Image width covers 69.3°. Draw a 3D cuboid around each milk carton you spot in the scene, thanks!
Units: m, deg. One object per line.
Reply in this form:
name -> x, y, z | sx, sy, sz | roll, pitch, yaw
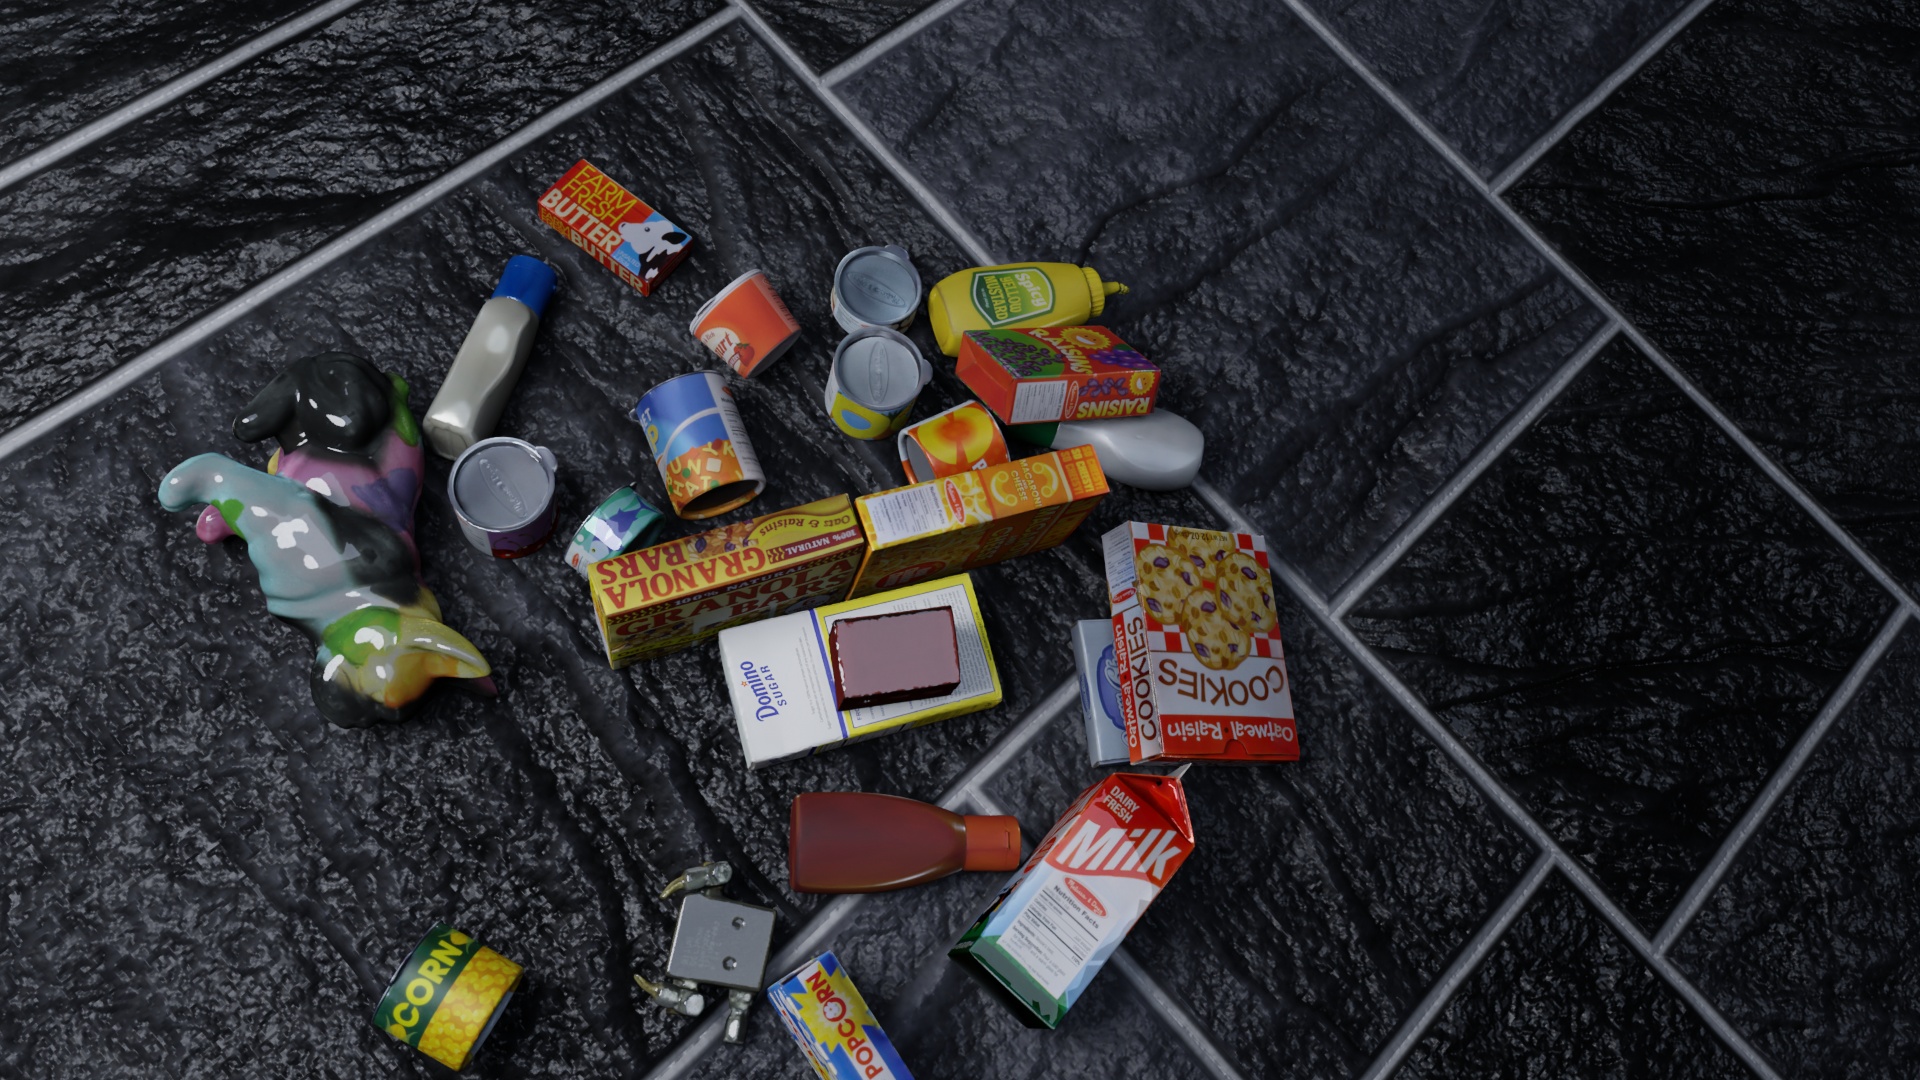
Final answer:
milk carton -> 0.085, 0.221, 0.911 | 0.073, 0.072, 0.191 | 42, 68, 4

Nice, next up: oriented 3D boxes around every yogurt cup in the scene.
yogurt cup -> -0.152, -0.153, 0.998 | 0.072, 0.072, 0.054 | -43, 92, -22

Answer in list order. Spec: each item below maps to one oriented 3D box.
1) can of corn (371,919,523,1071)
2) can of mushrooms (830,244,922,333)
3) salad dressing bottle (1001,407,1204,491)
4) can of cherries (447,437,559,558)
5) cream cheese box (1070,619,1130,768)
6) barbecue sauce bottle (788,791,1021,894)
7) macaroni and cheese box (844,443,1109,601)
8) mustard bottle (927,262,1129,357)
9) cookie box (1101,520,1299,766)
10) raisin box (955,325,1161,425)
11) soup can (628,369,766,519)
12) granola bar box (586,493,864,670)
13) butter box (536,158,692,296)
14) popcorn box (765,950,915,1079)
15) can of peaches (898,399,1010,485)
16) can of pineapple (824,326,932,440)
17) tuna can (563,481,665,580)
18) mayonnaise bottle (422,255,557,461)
can of corn -> -0.298, 0.265, 0.809 | 0.058, 0.071, 0.071 | 30, 67, -2
can of mushrooms -> -0.063, -0.186, 1.045 | 0.071, 0.033, 0.071 | 4, 70, -11
salad dressing bottle -> 0.106, -0.078, 1.039 | 0.148, 0.043, 0.064 | 14, 62, -6
can of cherries -> -0.299, -0.028, 0.922 | 0.071, 0.058, 0.072 | 4, 69, -11
cream cheese box -> 0.113, 0.107, 0.983 | 0.053, 0.024, 0.104 | -3, 71, -13
barbecue sauce bottle -> -0.036, 0.198, 0.907 | 0.149, 0.043, 0.065 | 3, 70, -12
macaroni and cheese box -> 0.003, -0.012, 0.948 | 0.167, 0.123, 0.040 | -15, 76, -17
mustard bottle -> 0.057, -0.183, 1.062 | 0.161, 0.048, 0.065 | -14, 76, -17
cookie box -> 0.170, 0.075, 0.982 | 0.123, 0.040, 0.168 | 6, 68, -29
raisin box -> 0.071, -0.121, 1.011 | 0.124, 0.039, 0.086 | -7, 33, -27
soup can -> -0.181, -0.064, 0.958 | 0.071, 0.071, 0.084 | -19, 76, -18
granola bar box -> -0.151, 0.029, 0.899 | 0.166, 0.123, 0.039 | -16, 74, -17
butter box -> -0.254, -0.231, 1.023 | 0.103, 0.024, 0.053 | 36, 67, 1
popcorn box -> -0.065, 0.313, 0.836 | 0.038, 0.085, 0.127 | -31, 79, -22
can of peaches -> -0.004, -0.058, 0.994 | 0.058, 0.071, 0.071 | -25, 78, -19
can of pineapple -> -0.061, -0.112, 1.005 | 0.071, 0.057, 0.071 | 4, 70, -11
tuna can -> -0.228, -0.003, 0.925 | 0.033, 0.071, 0.071 | 38, 67, 1
mayonnaise bottle -> -0.320, -0.127, 0.953 | 0.041, 0.064, 0.149 | 19, 64, -8
